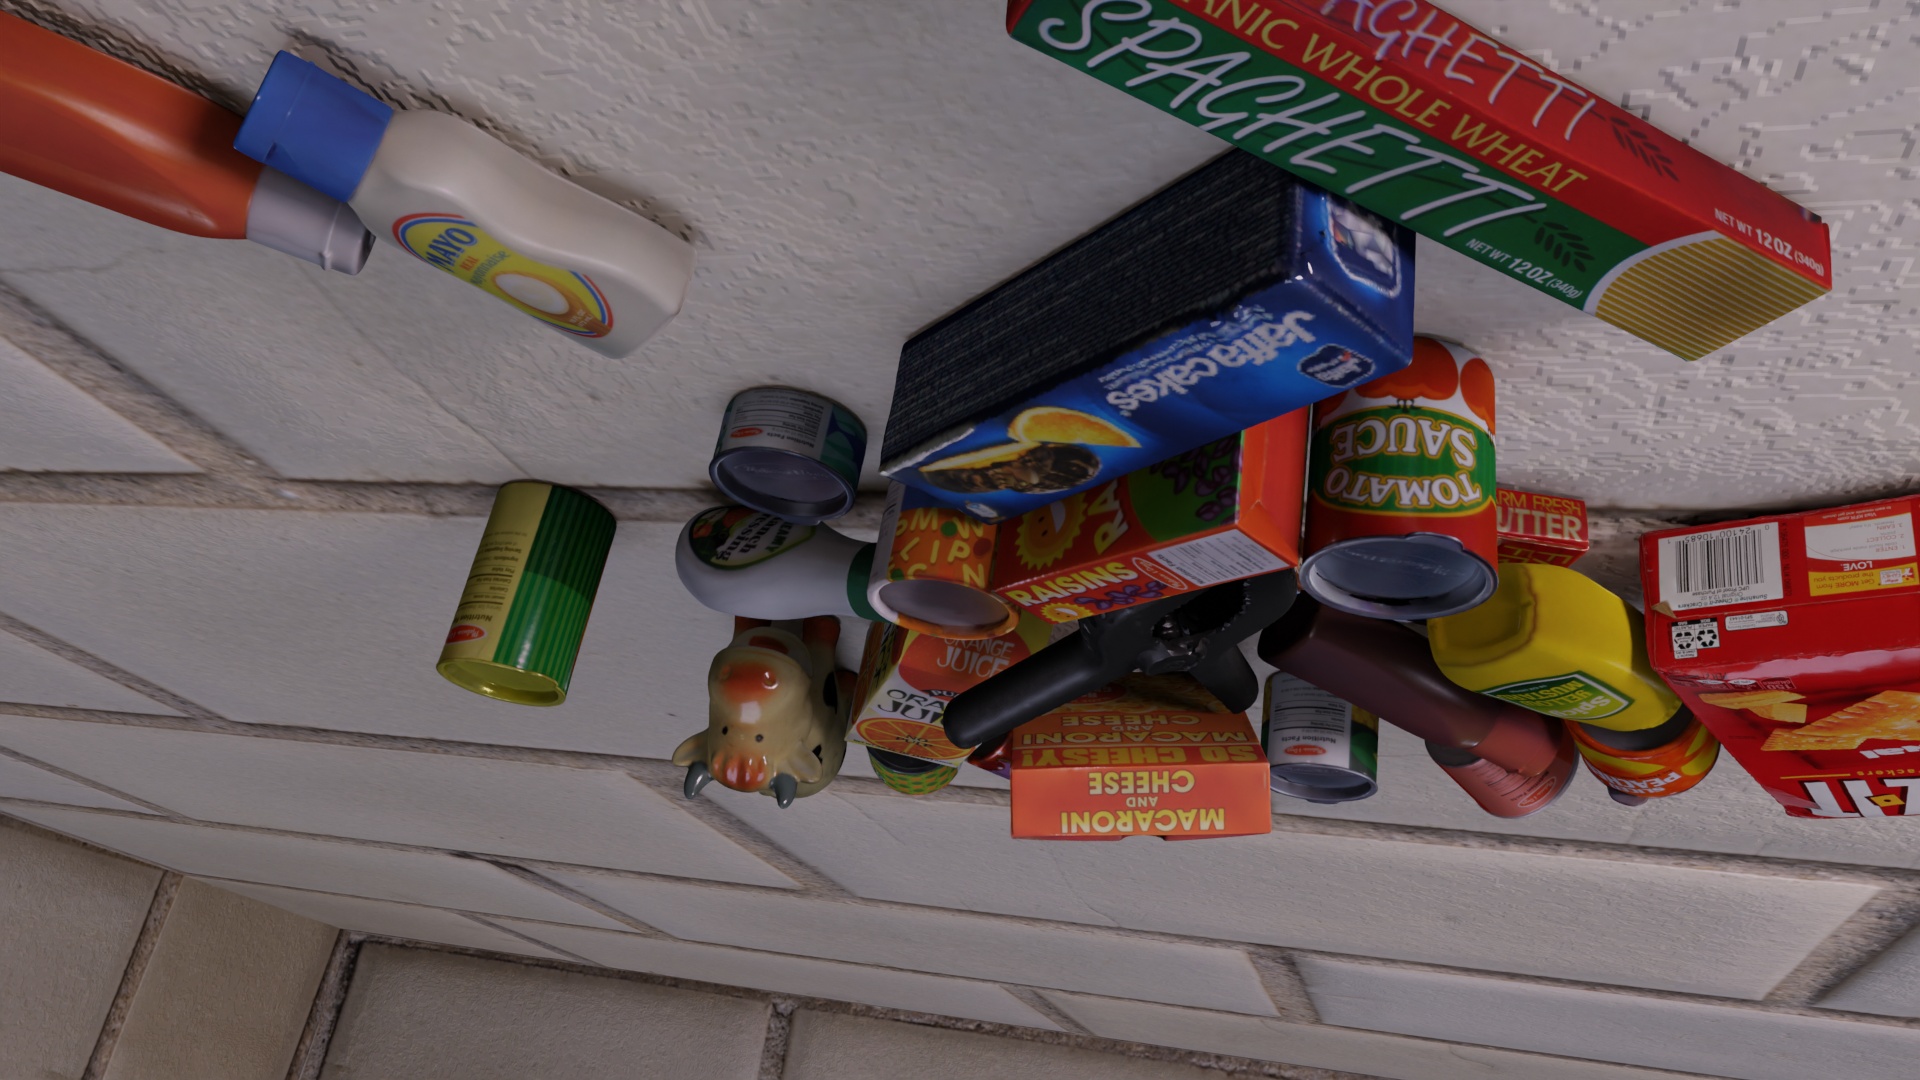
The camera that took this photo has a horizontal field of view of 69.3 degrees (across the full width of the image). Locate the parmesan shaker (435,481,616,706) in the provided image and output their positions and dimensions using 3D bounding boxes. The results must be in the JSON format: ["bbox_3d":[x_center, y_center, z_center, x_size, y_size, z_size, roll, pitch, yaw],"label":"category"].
[{"bbox_3d":[-0.225,0.028,0.734,0.071,0.103,0.071,9,155,4],"label":"parmesan shaker"}]

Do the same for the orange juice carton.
[{"bbox_3d":[-0.005,0.058,0.747,0.072,0.073,0.191,15,154,-9],"label":"orange juice carton"}]

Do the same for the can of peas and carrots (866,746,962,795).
[{"bbox_3d":[-0.032,0.129,0.912,0.071,0.071,0.058,8,155,5],"label":"can of peas and carrots"}]

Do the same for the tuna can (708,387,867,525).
[{"bbox_3d":[-0.076,-0.037,0.623,0.071,0.033,0.070,9,155,4],"label":"tuna can"}]

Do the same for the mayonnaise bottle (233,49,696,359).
[{"bbox_3d":[-0.171,-0.115,0.486,0.148,0.041,0.064,26,153,-30],"label":"mayonnaise bottle"}]

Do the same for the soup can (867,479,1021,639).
[{"bbox_3d":[0.002,-0.007,0.594,0.071,0.084,0.071,8,154,4],"label":"soup can"}]

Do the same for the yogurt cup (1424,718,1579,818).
[{"bbox_3d":[0.290,0.109,0.753,0.054,0.073,0.072,33,147,-24],"label":"yogurt cup"}]

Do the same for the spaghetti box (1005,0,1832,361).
[{"bbox_3d":[0.132,-0.114,0.386,0.250,0.029,0.050,19,153,-18],"label":"spaghetti box"}]

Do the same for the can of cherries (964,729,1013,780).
[{"bbox_3d":[0.038,0.113,0.858,0.058,0.072,0.071,29,149,-31],"label":"can of cherries"}]

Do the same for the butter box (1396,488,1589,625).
[{"bbox_3d":[0.229,0.011,0.613,0.053,0.024,0.103,10,155,0],"label":"butter box"}]

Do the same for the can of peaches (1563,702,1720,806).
[{"bbox_3d":[0.332,0.088,0.681,0.071,0.071,0.058,-6,149,31],"label":"can of peaches"}]

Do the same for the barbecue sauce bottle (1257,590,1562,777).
[{"bbox_3d":[0.225,0.071,0.688,0.148,0.044,0.064,26,162,-8],"label":"barbecue sauce bottle"}]

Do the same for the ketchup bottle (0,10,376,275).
[{"bbox_3d":[-0.282,-0.136,0.484,0.149,0.044,0.064,20,154,-19],"label":"ketchup bottle"}]

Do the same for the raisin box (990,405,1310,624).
[{"bbox_3d":[0.072,-0.022,0.533,0.040,0.086,0.123,28,149,-34],"label":"raisin box"}]

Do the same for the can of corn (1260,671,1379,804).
[{"bbox_3d":[0.206,0.113,0.796,0.071,0.058,0.071,8,154,4],"label":"can of corn"}]

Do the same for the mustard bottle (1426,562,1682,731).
[{"bbox_3d":[0.271,0.052,0.601,0.160,0.049,0.065,20,154,-31],"label":"mustard bottle"}]

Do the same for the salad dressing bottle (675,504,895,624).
[{"bbox_3d":[-0.071,0.014,0.671,0.147,0.064,0.043,8,128,34],"label":"salad dressing bottle"}]

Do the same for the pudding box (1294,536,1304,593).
[{"bbox_3d":[0.115,0.011,0.652,0.049,0.030,0.083,29,149,-32],"label":"pudding box"}]

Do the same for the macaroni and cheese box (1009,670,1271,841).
[{"bbox_3d":[0.089,0.109,0.729,0.124,0.040,0.167,-2,-170,4],"label":"macaroni and cheese box"}]

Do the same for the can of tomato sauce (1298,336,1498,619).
[{"bbox_3d":[0.159,-0.023,0.501,0.071,0.083,0.071,8,154,4],"label":"can of tomato sauce"}]
